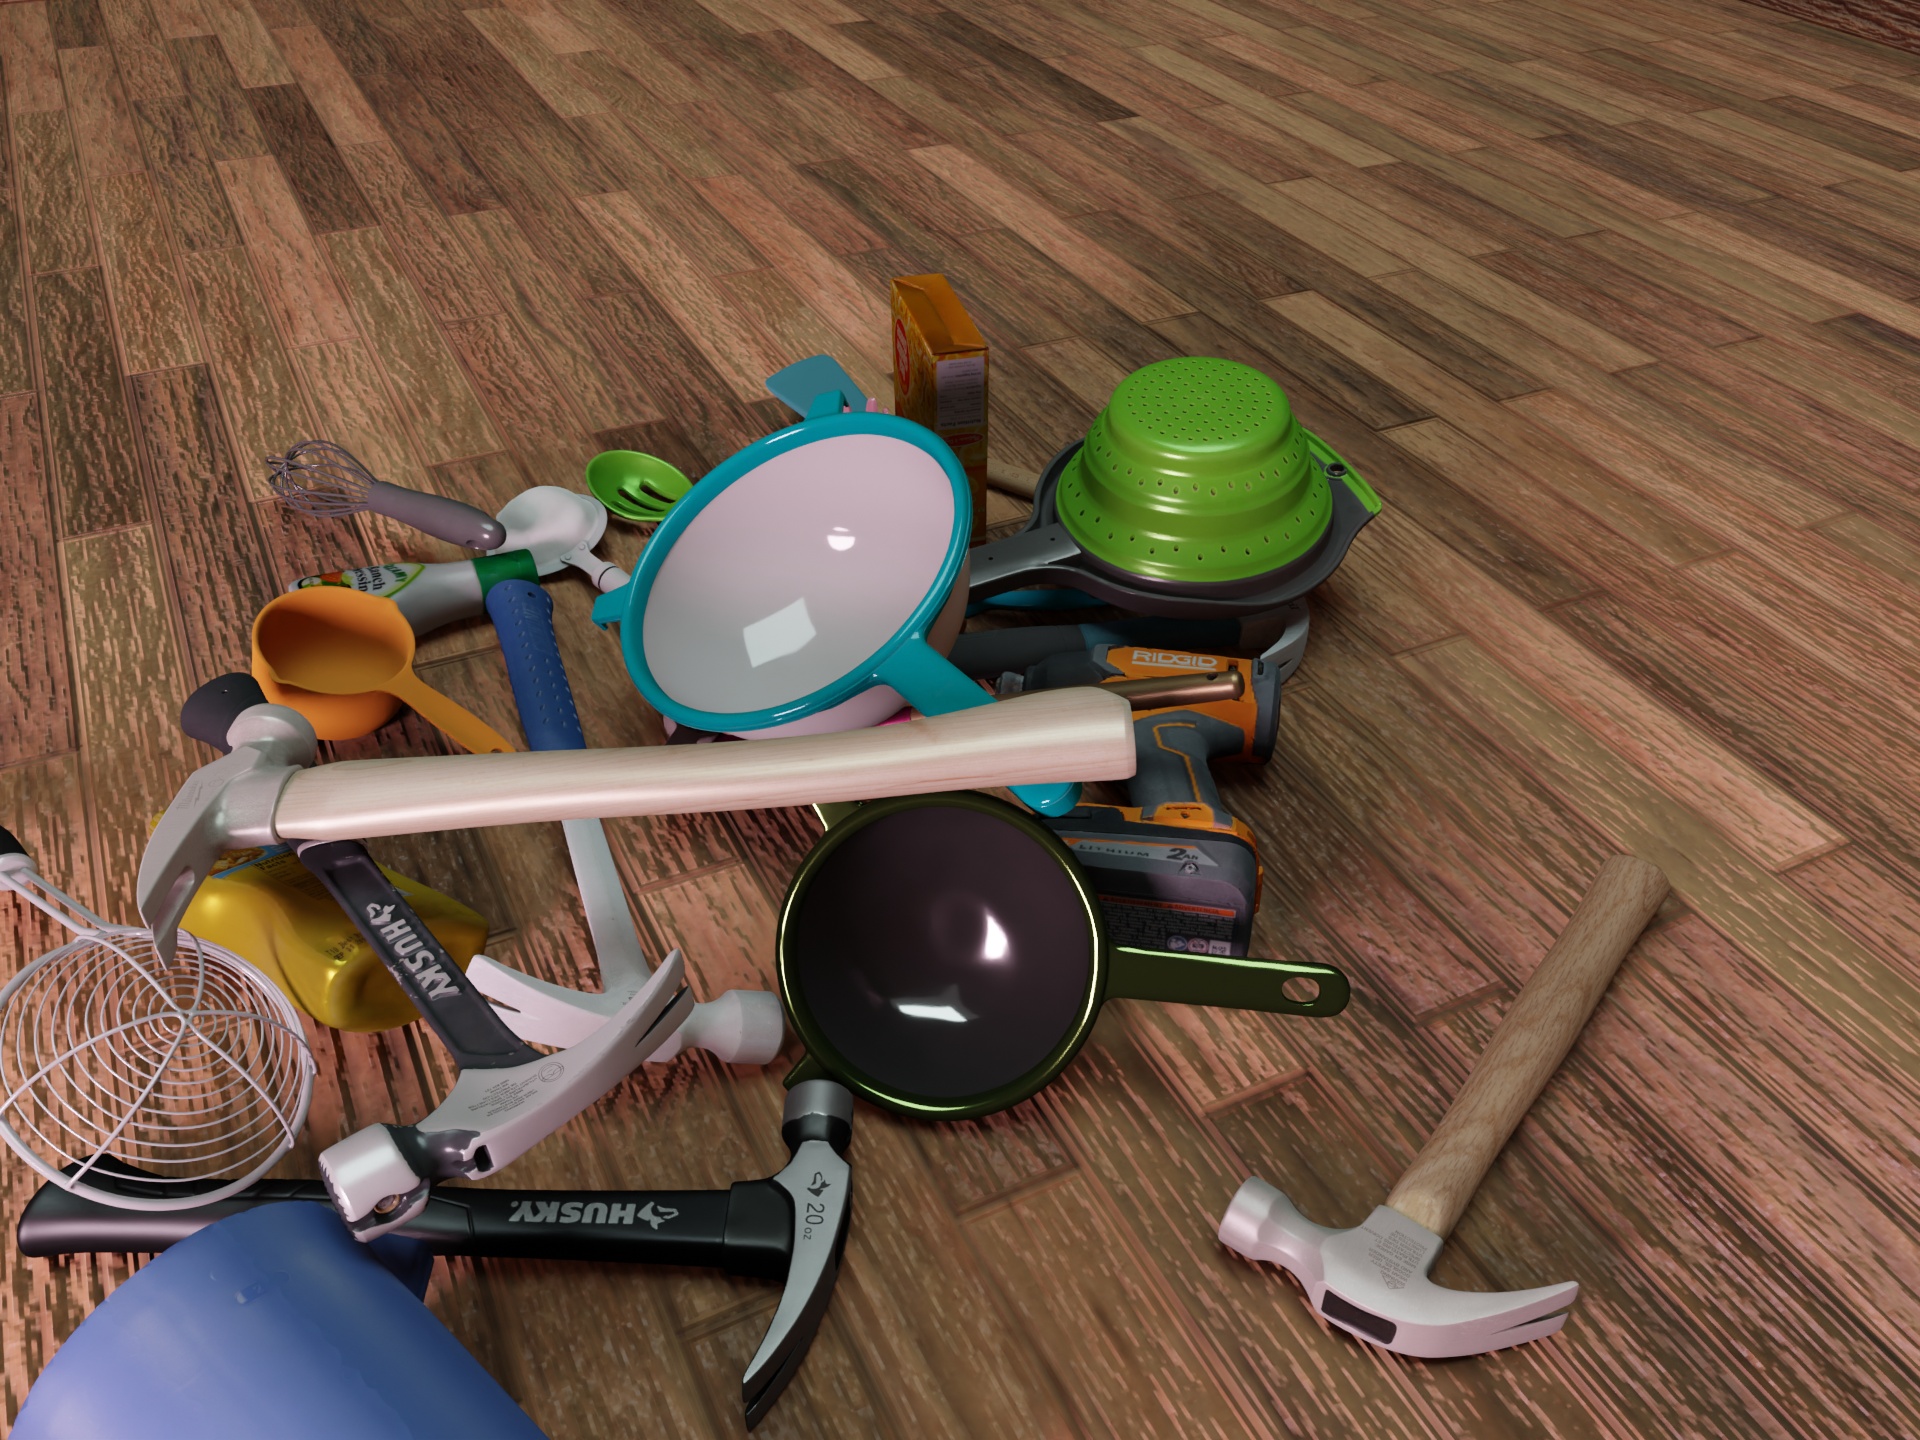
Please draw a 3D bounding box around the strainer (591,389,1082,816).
[{"bbox_3d":[-0.038,-0.031,0.839,0.211,0.095,0.341,-44,50,-7],"label":"strainer"}]

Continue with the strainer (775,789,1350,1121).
[{"bbox_3d":[0.046,0.107,0.735,0.256,0.151,0.069,5,4,4],"label":"strainer"}]

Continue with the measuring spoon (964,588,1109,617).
[{"bbox_3d":[0.039,-0.087,1.050,0.128,0.021,0.042,-1,38,0],"label":"measuring spoon"}]

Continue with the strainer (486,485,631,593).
[{"bbox_3d":[-0.237,-0.100,1.046,0.259,0.050,0.087,35,64,31],"label":"strainer"}]

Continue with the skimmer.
[{"bbox_3d":[-0.423,0.113,0.736,0.363,0.090,0.127,14,10,42],"label":"skimmer"}]

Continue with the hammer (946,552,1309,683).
[{"bbox_3d":[0.061,-0.047,0.993,0.331,0.033,0.128,-8,38,-11],"label":"hammer"}]

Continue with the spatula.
[{"bbox_3d":[0.002,-0.201,1.178,0.318,0.044,0.082,23,37,23],"label":"spatula"}]

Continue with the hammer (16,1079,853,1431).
[{"bbox_3d":[-0.213,0.210,0.652,0.335,0.035,0.146,1,37,0],"label":"hammer"}]

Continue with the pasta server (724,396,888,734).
[{"bbox_3d":[-0.103,-0.108,1.027,0.060,0.040,0.316,1,43,16],"label":"pasta server"}]

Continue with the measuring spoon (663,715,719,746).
[{"bbox_3d":[-0.160,0.023,0.884,0.034,0.018,0.124,27,21,-10],"label":"measuring spoon"}]

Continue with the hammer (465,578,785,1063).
[{"bbox_3d":[-0.214,0.033,0.852,0.144,0.035,0.406,10,28,-30],"label":"hammer"}]

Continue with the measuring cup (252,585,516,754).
[{"bbox_3d":[-0.331,-0.007,0.922,0.173,0.052,0.095,33,42,5],"label":"measuring cup"}]

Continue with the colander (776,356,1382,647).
[{"bbox_3d":[0.072,-0.137,0.978,0.397,0.094,0.205,-18,46,-14],"label":"colander"}]

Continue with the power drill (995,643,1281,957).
[{"bbox_3d":[0.087,0.035,0.855,0.164,0.084,0.227,6,35,9],"label":"power drill"}]

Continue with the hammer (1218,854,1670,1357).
[{"bbox_3d":[0.259,0.161,0.735,0.130,0.031,0.331,26,44,29],"label":"hammer"}]

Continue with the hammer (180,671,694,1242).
[{"bbox_3d":[-0.269,0.064,0.711,0.149,0.036,0.409,-26,38,-28],"label":"hammer"}]

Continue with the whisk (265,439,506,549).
[{"bbox_3d":[-0.388,-0.148,1.073,0.239,0.055,0.055,19,41,31],"label":"whisk"}]

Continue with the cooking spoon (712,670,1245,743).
[{"bbox_3d":[-0.001,-0.003,0.865,0.319,0.017,0.069,-6,36,26],"label":"cooking spoon"}]

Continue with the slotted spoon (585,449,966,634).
[{"bbox_3d":[-0.129,-0.118,1.083,0.314,0.031,0.070,25,44,24],"label":"slotted spoon"}]

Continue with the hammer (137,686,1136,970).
[{"bbox_3d":[-0.130,0.031,0.677,0.410,0.038,0.146,-5,33,1],"label":"hammer"}]
